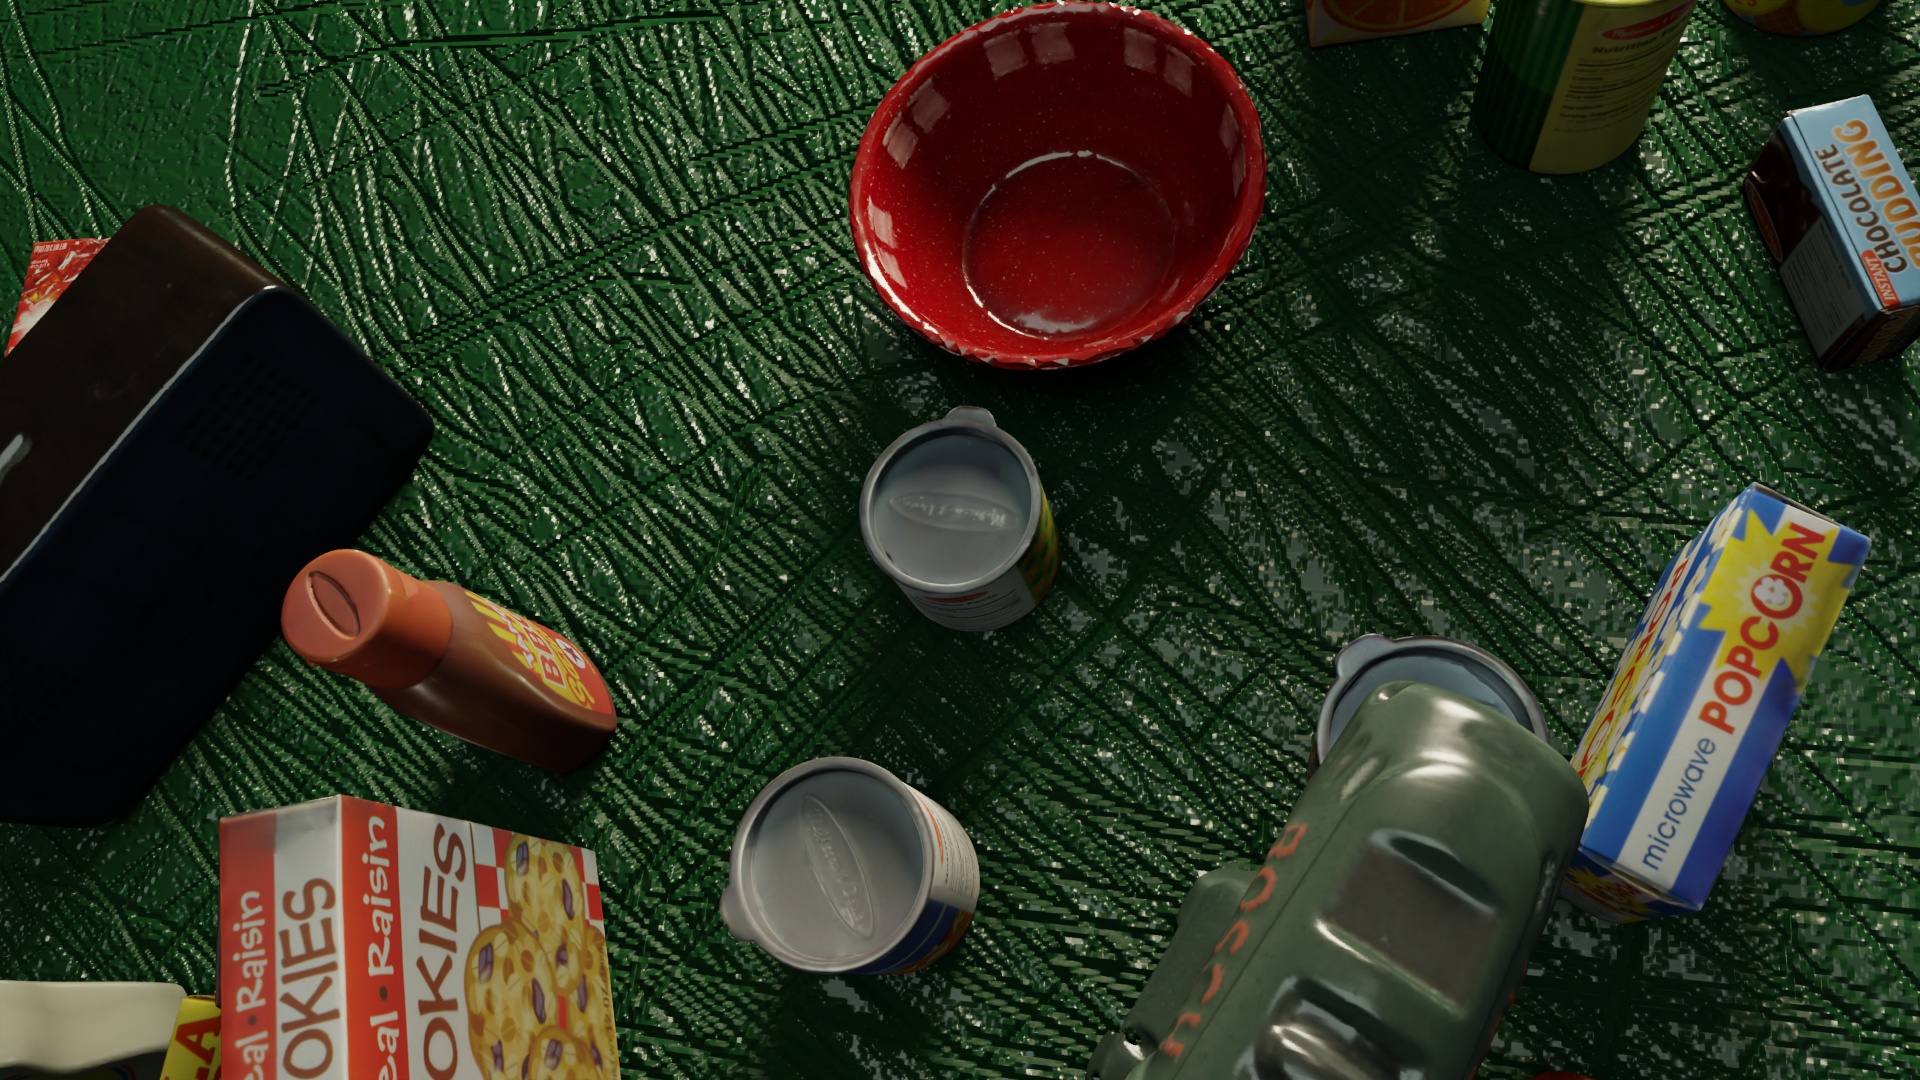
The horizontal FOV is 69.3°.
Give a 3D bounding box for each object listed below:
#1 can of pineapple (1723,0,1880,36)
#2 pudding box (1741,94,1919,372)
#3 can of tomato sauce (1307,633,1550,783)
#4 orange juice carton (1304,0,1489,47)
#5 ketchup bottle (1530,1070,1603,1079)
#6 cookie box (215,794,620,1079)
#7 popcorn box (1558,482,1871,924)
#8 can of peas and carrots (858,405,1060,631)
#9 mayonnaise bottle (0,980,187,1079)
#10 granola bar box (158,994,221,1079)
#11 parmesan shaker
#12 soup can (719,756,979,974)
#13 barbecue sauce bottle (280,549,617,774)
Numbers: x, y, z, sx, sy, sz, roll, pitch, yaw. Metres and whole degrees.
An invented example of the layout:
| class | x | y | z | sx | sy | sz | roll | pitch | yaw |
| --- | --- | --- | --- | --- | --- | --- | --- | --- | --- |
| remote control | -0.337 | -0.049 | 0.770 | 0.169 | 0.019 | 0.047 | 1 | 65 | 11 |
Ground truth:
| class | x | y | z | sx | sy | sz | roll | pitch | yaw |
| --- | --- | --- | --- | --- | --- | --- | --- | --- | --- |
| can of pineapple | 0.329 | -0.236 | 0.530 | 0.071 | 0.057 | 0.071 | -3 | 71 | 10 |
| pudding box | 0.315 | -0.109 | 0.494 | 0.030 | 0.049 | 0.084 | -14 | 70 | 7 |
| can of tomato sauce | 0.145 | 0.071 | 0.449 | 0.071 | 0.083 | 0.071 | -3 | 71 | 10 |
| orange juice carton | 0.163 | -0.272 | 0.503 | 0.073 | 0.192 | 0.072 | -5 | 71 | 10 |
| ketchup bottle | 0.174 | 0.179 | 0.371 | 0.043 | 0.148 | 0.065 | 23 | 78 | 17 |
| cookie box | -0.162 | 0.154 | 0.436 | 0.040 | 0.167 | 0.123 | -15 | 70 | 7 |
| popcorn box | 0.227 | 0.055 | 0.437 | 0.038 | 0.085 | 0.127 | 28 | 79 | 18 |
| can of peas and carrots | 0.002 | -0.006 | 0.517 | 0.071 | 0.058 | 0.071 | -3 | 71 | 10 |
| mayonnaise bottle | -0.337 | 0.176 | 0.474 | 0.065 | 0.147 | 0.041 | -28 | 69 | 1 |
| granola bar box | -0.215 | 0.232 | 0.443 | 0.039 | 0.124 | 0.166 | 3 | 72 | 13 |
| parmesan shaker | 0.227 | -0.189 | 0.511 | 0.071 | 0.103 | 0.071 | -3 | 71 | 10 |
| soup can | -0.035 | 0.114 | 0.470 | 0.071 | 0.083 | 0.071 | -3 | 71 | 10 |
| barbecue sauce bottle | -0.176 | 0.042 | 0.487 | 0.044 | 0.148 | 0.065 | -42 | 69 | -4 |
